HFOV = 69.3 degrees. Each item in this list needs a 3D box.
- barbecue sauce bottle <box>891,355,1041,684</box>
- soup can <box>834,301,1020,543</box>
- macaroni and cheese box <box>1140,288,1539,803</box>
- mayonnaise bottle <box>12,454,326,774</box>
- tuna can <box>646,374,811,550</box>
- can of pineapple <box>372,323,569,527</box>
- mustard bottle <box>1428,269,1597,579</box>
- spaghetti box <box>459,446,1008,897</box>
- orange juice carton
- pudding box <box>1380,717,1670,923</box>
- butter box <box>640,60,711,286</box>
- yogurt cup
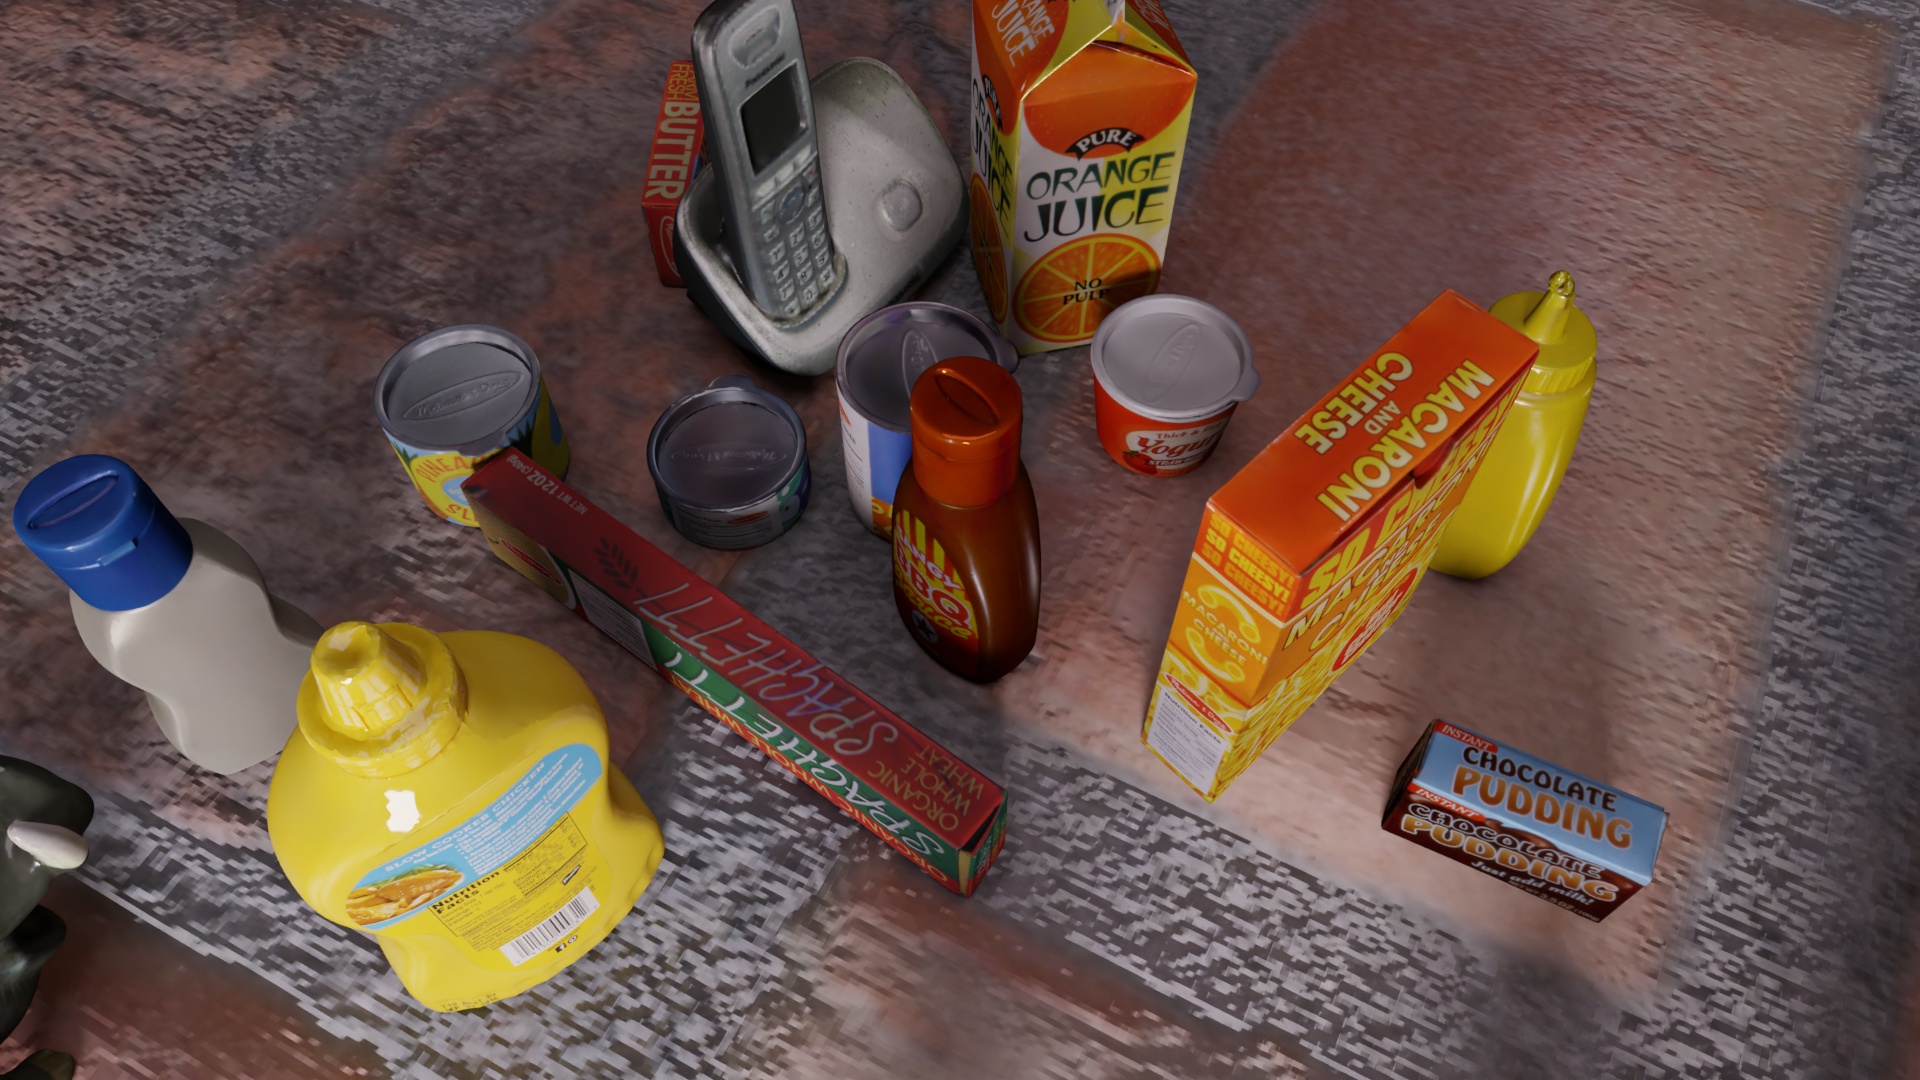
[{"bbox_3d":[0.002,-0.006,0.503,0.044,0.147,0.065,-36,64,-21],"label":"barbecue sauce bottle"},{"bbox_3d":[-0.013,-0.045,0.567,0.071,0.083,0.072,0,57,0],"label":"soup can"},{"bbox_3d":[0.127,0.009,0.484,0.124,0.165,0.040,-39,66,-23],"label":"macaroni and cheese box"},{"bbox_3d":[-0.266,0.027,0.479,0.065,0.147,0.041,-39,66,-22],"label":"mayonnaise bottle"},{"bbox_3d":[-0.097,-0.033,0.588,0.071,0.032,0.071,0,57,0],"label":"tuna can"},{"bbox_3d":[-0.202,-0.046,0.580,0.071,0.057,0.071,0,57,0],"label":"can of pineapple"},{"bbox_3d":[0.204,-0.047,0.525,0.065,0.159,0.049,29,61,17],"label":"mustard bottle"},{"bbox_3d":[-0.088,0.046,0.526,0.250,0.050,0.029,32,62,19],"label":"spaghetti box"},{"bbox_3d":[0.047,-0.169,0.584,0.073,0.191,0.072,-11,58,-8],"label":"orange juice carton"},{"bbox_3d":[0.199,0.099,0.496,0.084,0.049,0.030,23,60,13],"label":"pudding box"},{"bbox_3d":[-0.131,-0.178,0.670,0.024,0.053,0.104,1,57,0],"label":"butter box"},{"bbox_3d":[0.088,-0.064,0.598,0.072,0.053,0.073,0,57,0],"label":"yogurt cup"}]
